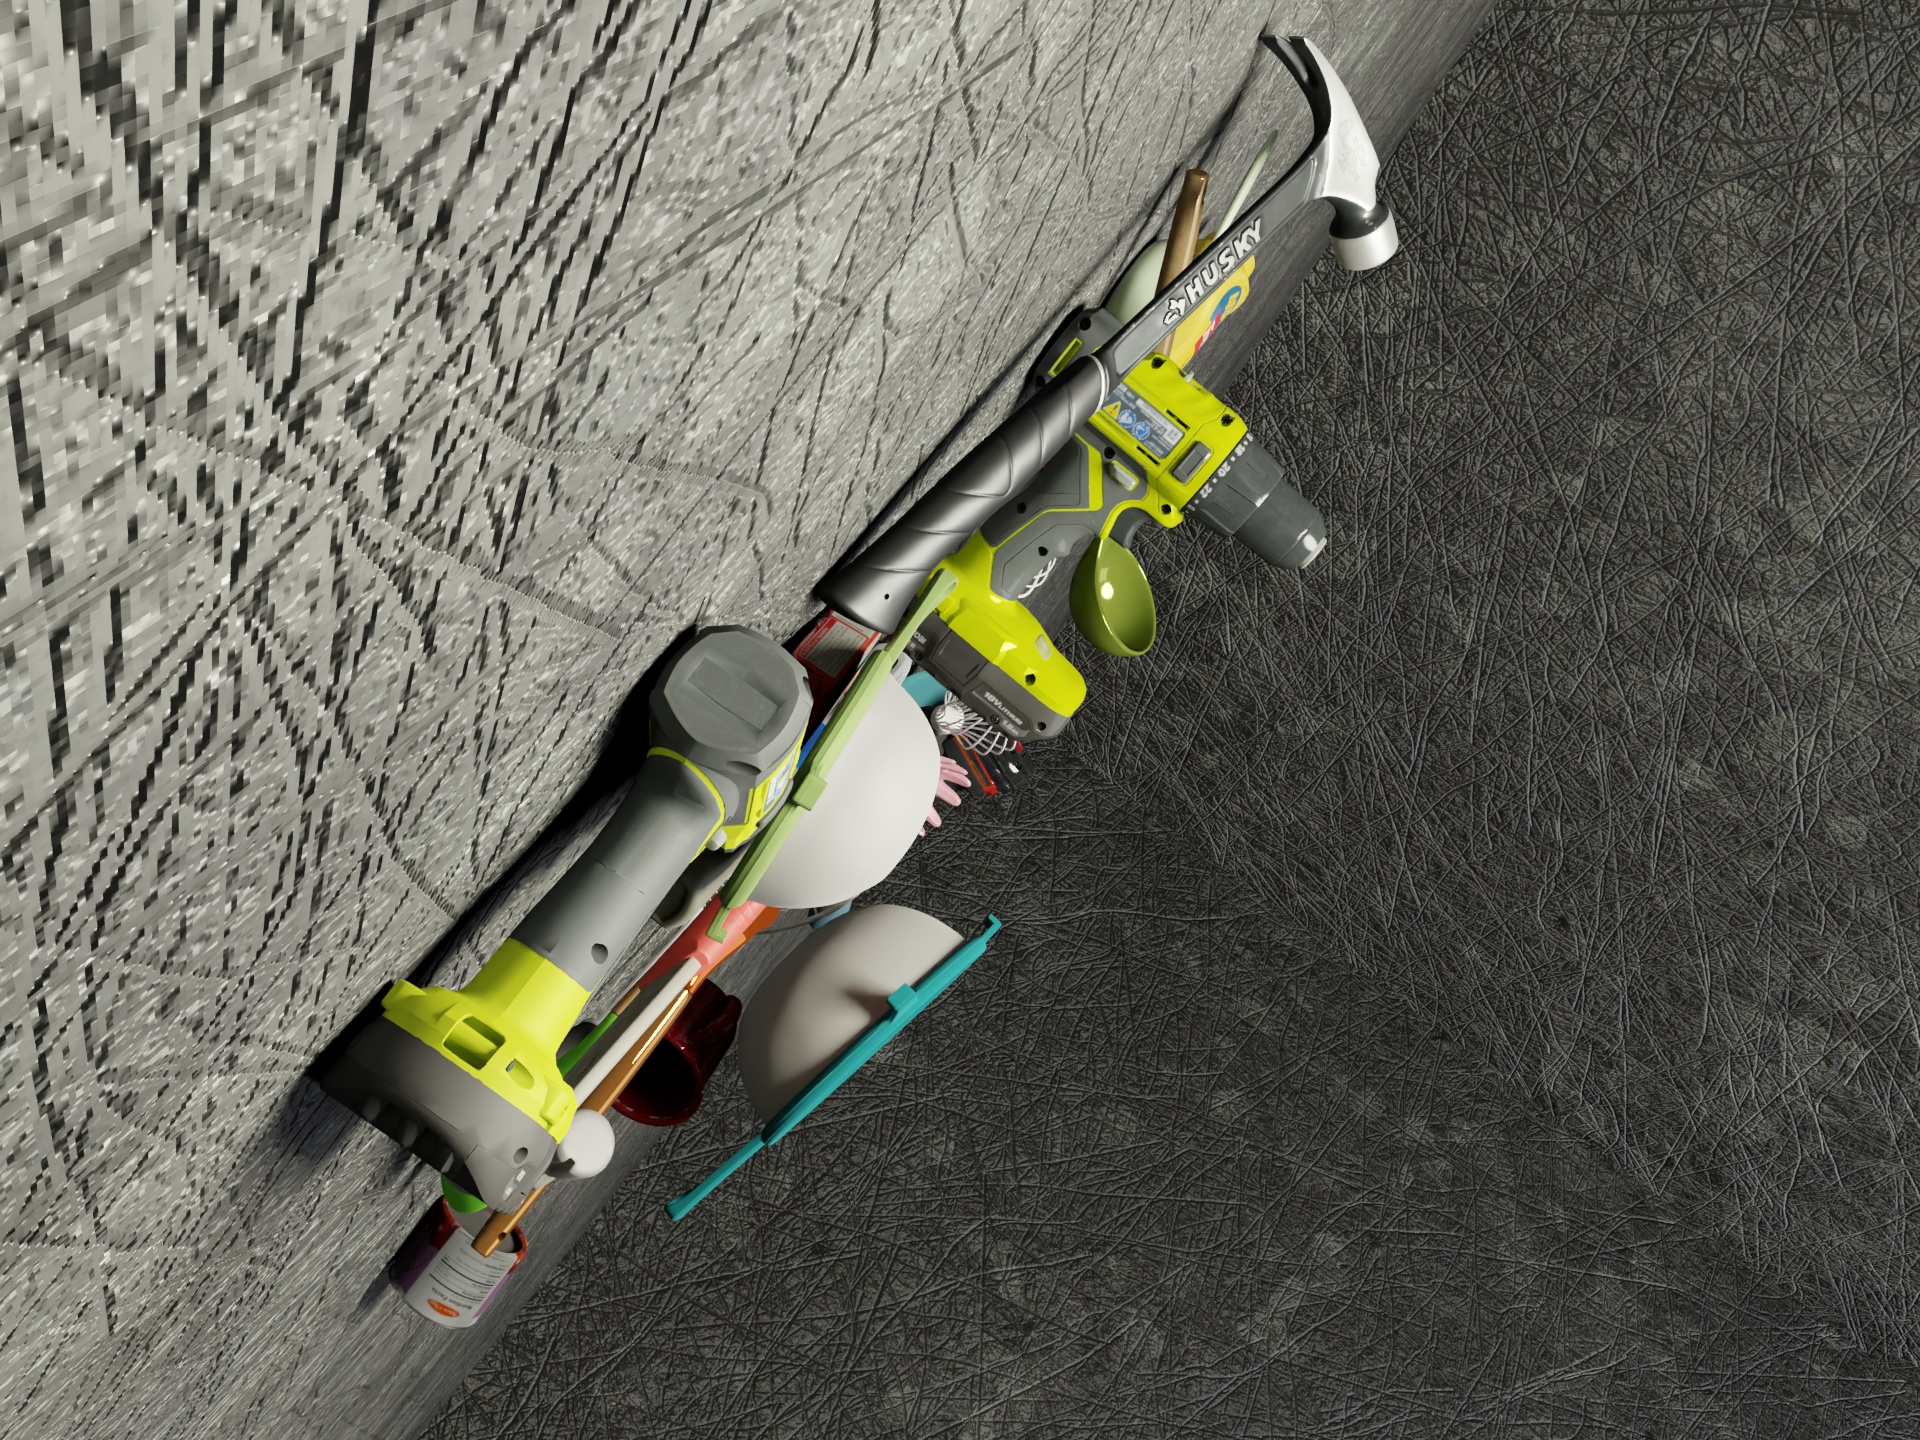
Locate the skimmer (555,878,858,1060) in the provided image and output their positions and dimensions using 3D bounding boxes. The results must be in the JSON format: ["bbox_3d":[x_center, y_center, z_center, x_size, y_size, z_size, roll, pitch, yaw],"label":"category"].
[{"bbox_3d":[-0.182,0.183,1.038,0.127,0.090,0.363,-48,180,40],"label":"skimmer"}]

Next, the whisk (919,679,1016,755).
[{"bbox_3d":[-0.003,-0.004,1.154,0.070,0.070,0.284,-52,-171,-12],"label":"whisk"}]

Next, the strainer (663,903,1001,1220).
[{"bbox_3d":[-0.131,0.241,1.168,0.340,0.095,0.211,-44,173,21],"label":"strainer"}]

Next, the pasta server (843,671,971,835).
[{"bbox_3d":[-0.045,0.015,1.080,0.060,0.040,0.316,-47,162,-7],"label":"pasta server"}]

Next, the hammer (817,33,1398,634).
[{"bbox_3d":[0.080,-0.191,0.827,0.409,0.036,0.149,-45,132,-15],"label":"hammer"}]

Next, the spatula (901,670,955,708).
[{"bbox_3d":[-0.076,0.023,1.266,0.082,0.044,0.317,-57,174,30],"label":"spatula"}]

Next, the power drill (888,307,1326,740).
[{"bbox_3d":[0.082,-0.100,0.941,0.228,0.190,0.080,-49,-179,21],"label":"power drill"}]

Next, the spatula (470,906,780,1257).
[{"bbox_3d":[-0.190,0.179,0.966,0.323,0.041,0.080,-53,141,-22],"label":"spatula"}]

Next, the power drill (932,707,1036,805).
[{"bbox_3d":[-0.049,0.069,1.416,0.226,0.080,0.188,-30,180,6],"label":"power drill"}]

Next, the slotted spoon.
[{"bbox_3d":[-0.181,0.155,0.925,0.070,0.031,0.314,14,-130,46],"label":"slotted spoon"}]

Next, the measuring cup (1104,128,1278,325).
[{"bbox_3d":[0.135,-0.291,0.960,0.083,0.038,0.167,-50,173,-47],"label":"measuring cup"}]

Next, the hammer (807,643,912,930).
[{"bbox_3d":[-0.082,0.061,1.208,0.128,0.033,0.330,-49,164,-37],"label":"hammer"}]

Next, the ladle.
[{"bbox_3d":[0.120,-0.176,0.977,0.078,0.062,0.320,-56,162,-49],"label":"ladle"}]

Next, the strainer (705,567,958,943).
[{"bbox_3d":[-0.035,0.011,0.837,0.151,0.069,0.256,-54,-176,46],"label":"strainer"}]

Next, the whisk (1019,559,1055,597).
[{"bbox_3d":[0.085,-0.185,1.366,0.058,0.059,0.246,-9,-148,36],"label":"whisk"}]

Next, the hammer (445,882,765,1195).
[{"bbox_3d":[-0.142,0.118,0.888,0.149,0.036,0.359,-19,-157,45],"label":"hammer"}]

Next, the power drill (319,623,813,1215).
[{"bbox_3d":[-0.143,0.081,0.641,0.223,0.080,0.171,-55,178,-22],"label":"power drill"}]
